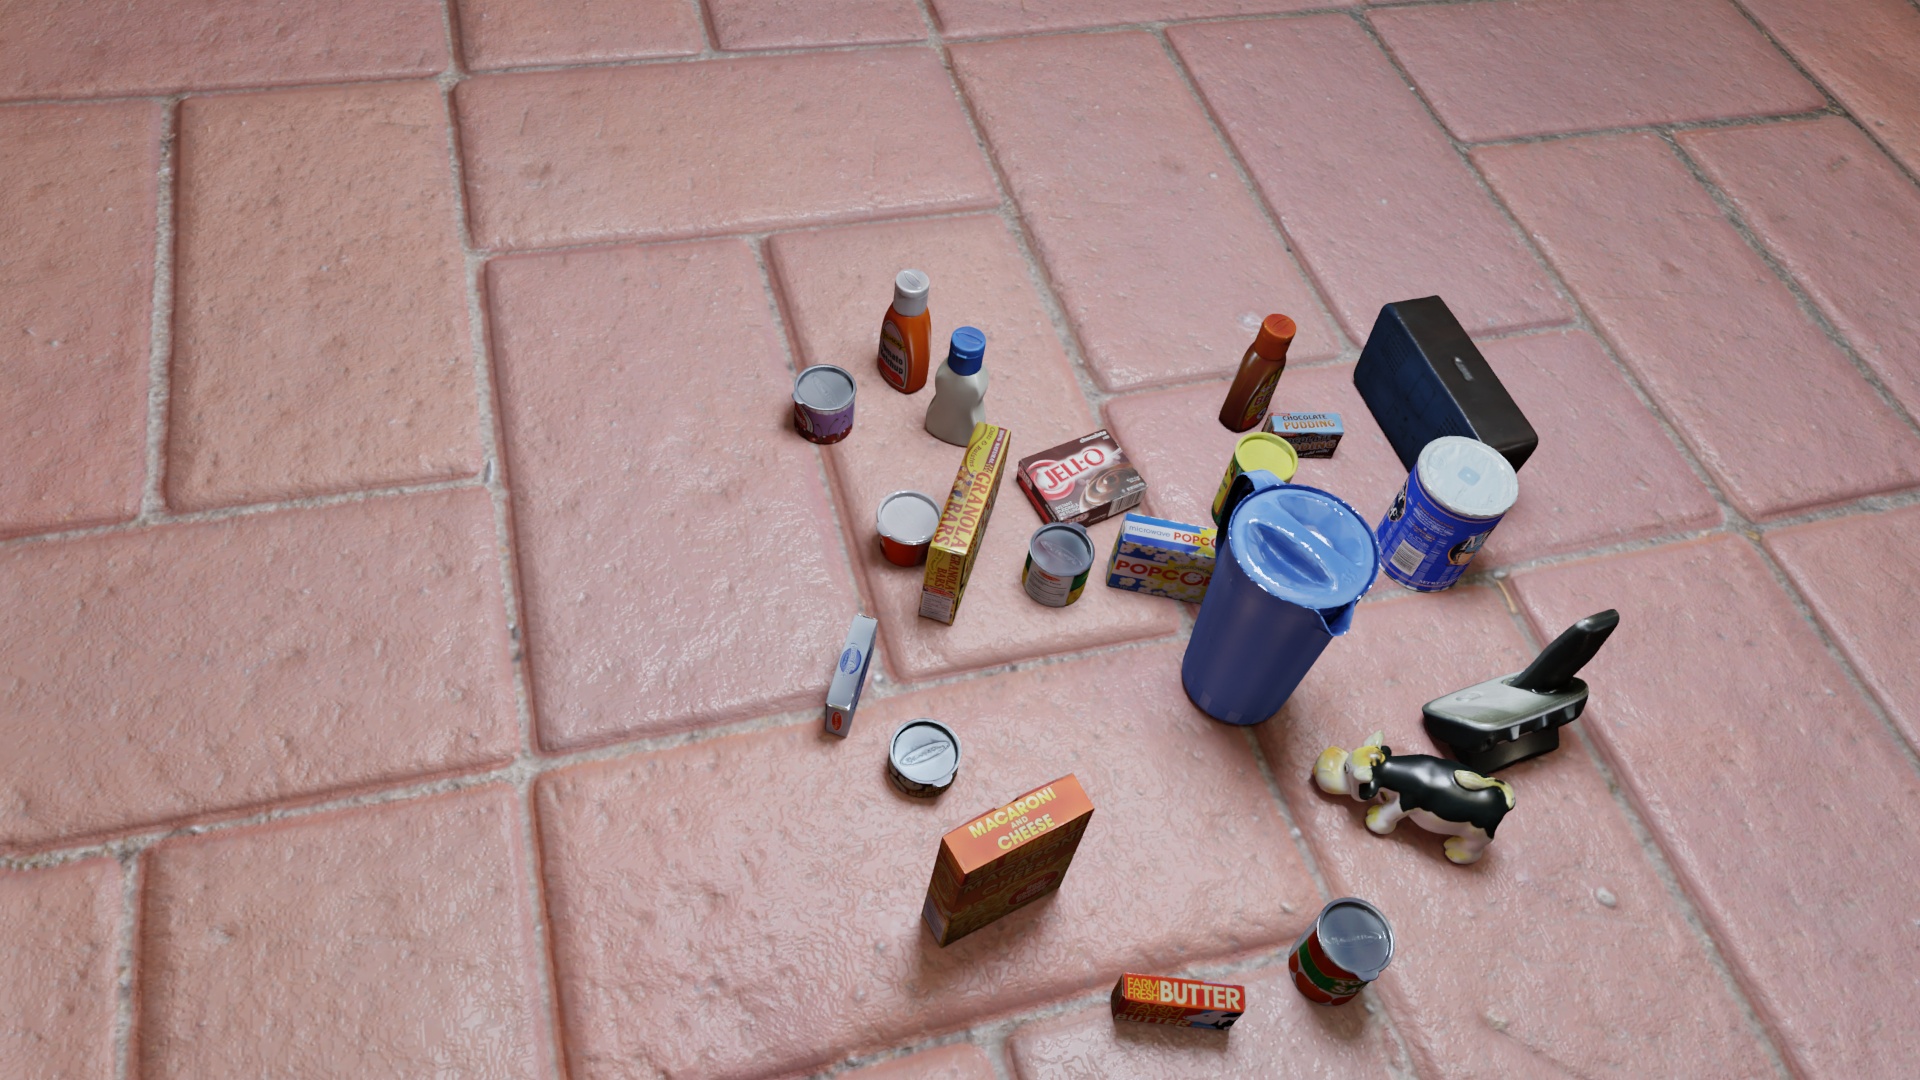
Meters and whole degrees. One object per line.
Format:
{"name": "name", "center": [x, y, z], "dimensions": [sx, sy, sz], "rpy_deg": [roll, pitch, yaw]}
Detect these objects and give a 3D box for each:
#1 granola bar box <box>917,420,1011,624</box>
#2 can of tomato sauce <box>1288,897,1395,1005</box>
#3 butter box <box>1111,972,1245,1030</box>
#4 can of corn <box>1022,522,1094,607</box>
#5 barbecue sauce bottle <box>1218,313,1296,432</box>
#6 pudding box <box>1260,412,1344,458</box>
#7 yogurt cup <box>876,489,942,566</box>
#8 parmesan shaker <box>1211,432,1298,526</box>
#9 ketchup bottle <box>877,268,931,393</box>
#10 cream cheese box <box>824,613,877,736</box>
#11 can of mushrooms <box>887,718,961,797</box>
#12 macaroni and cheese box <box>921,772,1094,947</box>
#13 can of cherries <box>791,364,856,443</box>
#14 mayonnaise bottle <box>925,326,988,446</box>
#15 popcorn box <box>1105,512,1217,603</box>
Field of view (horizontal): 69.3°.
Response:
{"name": "granola bar box", "center": [0.005, -0.017, 1.380], "dimensions": [0.039, 0.123, 0.166], "rpy_deg": [17, 53, 4]}
{"name": "can of tomato sauce", "center": [0.323, 0.352, 1.180], "dimensions": [0.071, 0.082, 0.071], "rpy_deg": [4, 54, -5]}
{"name": "butter box", "center": [0.180, 0.384, 1.154], "dimensions": [0.103, 0.052, 0.024], "rpy_deg": [7, 53, -3]}
{"name": "can of corn", "center": [0.100, 0.023, 1.404], "dimensions": [0.071, 0.058, 0.071], "rpy_deg": [4, 54, -5]}
{"name": "barbecue sauce bottle", "center": [0.332, -0.187, 1.537], "dimensions": [0.065, 0.147, 0.044], "rpy_deg": [-36, 66, -29]}
{"name": "pudding box", "center": [0.381, -0.118, 1.555], "dimensions": [0.084, 0.049, 0.030], "rpy_deg": [1, 54, -8]}
{"name": "yogurt cup", "center": [-0.053, -0.010, 1.410], "dimensions": [0.072, 0.053, 0.073], "rpy_deg": [4, 54, -5]}
{"name": "parmesan shaker", "center": [0.307, -0.055, 1.464], "dimensions": [0.071, 0.102, 0.071], "rpy_deg": [4, 54, -5]}
{"name": "ketchup bottle", "center": [-0.058, -0.230, 1.512], "dimensions": [0.044, 0.148, 0.065], "rpy_deg": [-31, 64, -27]}
{"name": "cream cheese box", "center": [-0.103, 0.126, 1.302], "dimensions": [0.024, 0.053, 0.104], "rpy_deg": [14, 53, 2]}
{"name": "can of mushrooms", "center": [-0.032, 0.201, 1.270], "dimensions": [0.071, 0.033, 0.071], "rpy_deg": [4, 53, -5]}
{"name": "macaroni and cheese box", "center": [0.036, 0.266, 1.149], "dimensions": [0.124, 0.165, 0.040], "rpy_deg": [-22, 60, -22]}
{"name": "can of cherries", "center": [-0.149, -0.146, 1.493], "dimensions": [0.071, 0.058, 0.072], "rpy_deg": [4, 54, -5]}
{"name": "mayonnaise bottle", "center": [0.001, -0.163, 1.472], "dimensions": [0.065, 0.147, 0.041], "rpy_deg": [21, 54, 7]}
{"name": "popcorn box", "center": [0.218, 0.020, 1.407], "dimensions": [0.127, 0.084, 0.038], "rpy_deg": [11, 53, 0]}
